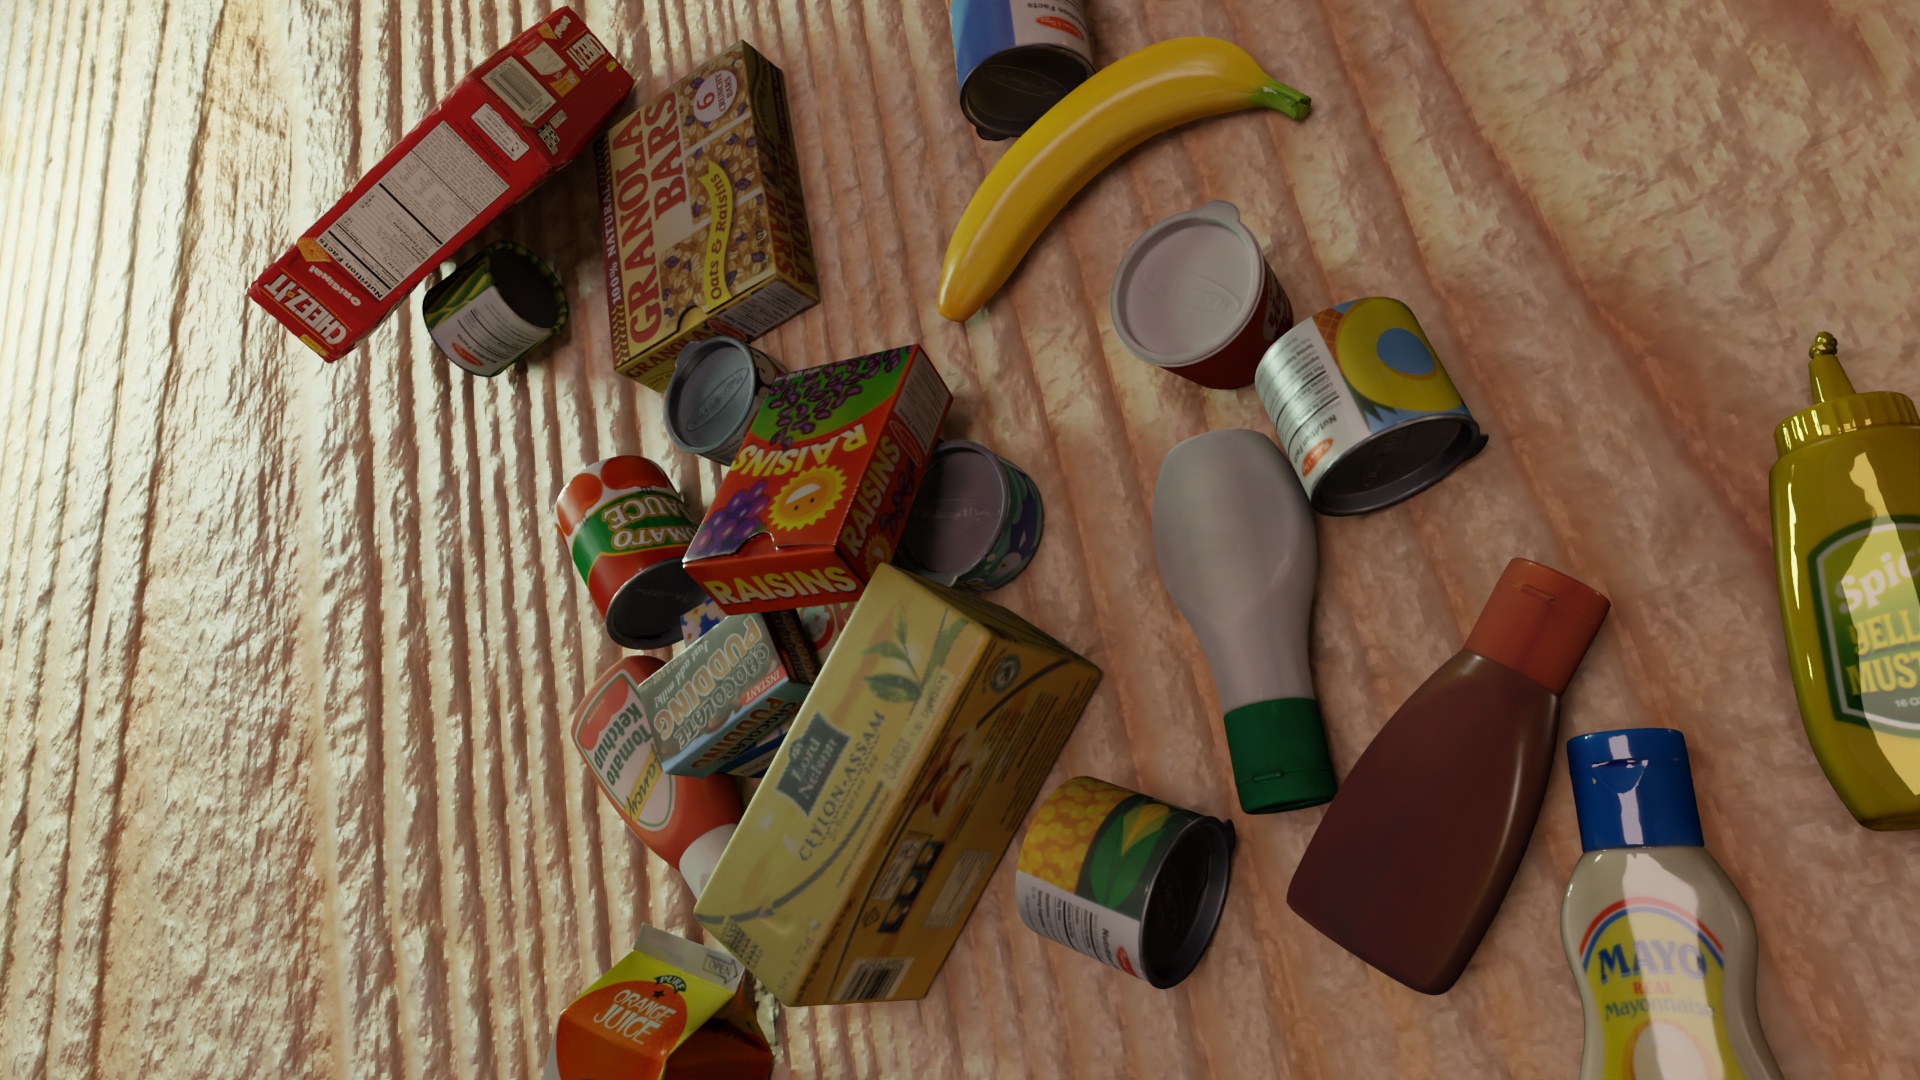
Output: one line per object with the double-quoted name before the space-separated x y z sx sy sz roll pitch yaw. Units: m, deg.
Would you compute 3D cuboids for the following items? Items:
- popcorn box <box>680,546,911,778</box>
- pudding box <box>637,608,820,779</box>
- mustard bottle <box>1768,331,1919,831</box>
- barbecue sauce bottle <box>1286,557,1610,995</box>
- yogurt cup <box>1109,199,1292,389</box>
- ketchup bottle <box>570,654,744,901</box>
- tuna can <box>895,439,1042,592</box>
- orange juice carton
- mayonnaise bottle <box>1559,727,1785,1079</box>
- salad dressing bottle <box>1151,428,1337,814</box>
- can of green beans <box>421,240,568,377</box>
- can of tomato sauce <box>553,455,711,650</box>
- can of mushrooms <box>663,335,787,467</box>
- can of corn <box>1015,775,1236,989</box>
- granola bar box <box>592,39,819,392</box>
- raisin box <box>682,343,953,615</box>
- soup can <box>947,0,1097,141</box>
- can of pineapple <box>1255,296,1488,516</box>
"popcorn box" -0.072 0.052 0.668 0.126 0.038 0.085 -29 61 24
"pudding box" -0.106 0.069 0.643 0.083 0.030 0.050 -37 60 21
"mustard bottle" 0.285 0.006 0.430 0.065 0.049 0.160 -16 67 28
"barbecue sauce bottle" 0.175 0.079 0.487 0.065 0.043 0.148 29 92 37
"yogurt cup" 0.104 -0.097 0.583 0.072 0.054 0.072 -11 70 32
"ketchup bottle" -0.139 0.126 0.688 0.064 0.043 0.149 -53 55 14
"tuna can" 0.002 -0.008 0.639 0.071 0.033 0.071 -11 70 32
"orange juice carton" -0.146 0.277 0.628 0.072 0.073 0.193 8 80 36
"mayonnaise bottle" 0.221 0.135 0.438 0.064 0.041 0.148 -13 69 33
"salad dressing bottle" 0.114 0.031 0.544 0.064 0.044 0.148 -18 67 27
"can of green beans" -0.287 -0.143 0.859 0.057 0.071 0.071 -28 62 25
"can of tomato sauce" -0.169 0.004 0.731 0.071 0.071 0.083 -47 55 14
"can of mushrooms" -0.126 -0.076 0.748 0.071 0.033 0.071 -11 71 32
"can of corn" 0.064 0.128 0.536 0.058 0.071 0.071 13 84 37
"granola bar box" -0.150 -0.185 0.795 0.124 0.039 0.166 -24 63 27
"raisin box" -0.062 -0.028 0.627 0.086 0.040 0.124 -7 46 31
"soup can" 0.026 -0.250 0.677 0.071 0.071 0.084 -20 65 29
"can of pineapple" 0.154 -0.050 0.529 0.071 0.071 0.058 -31 60 23
